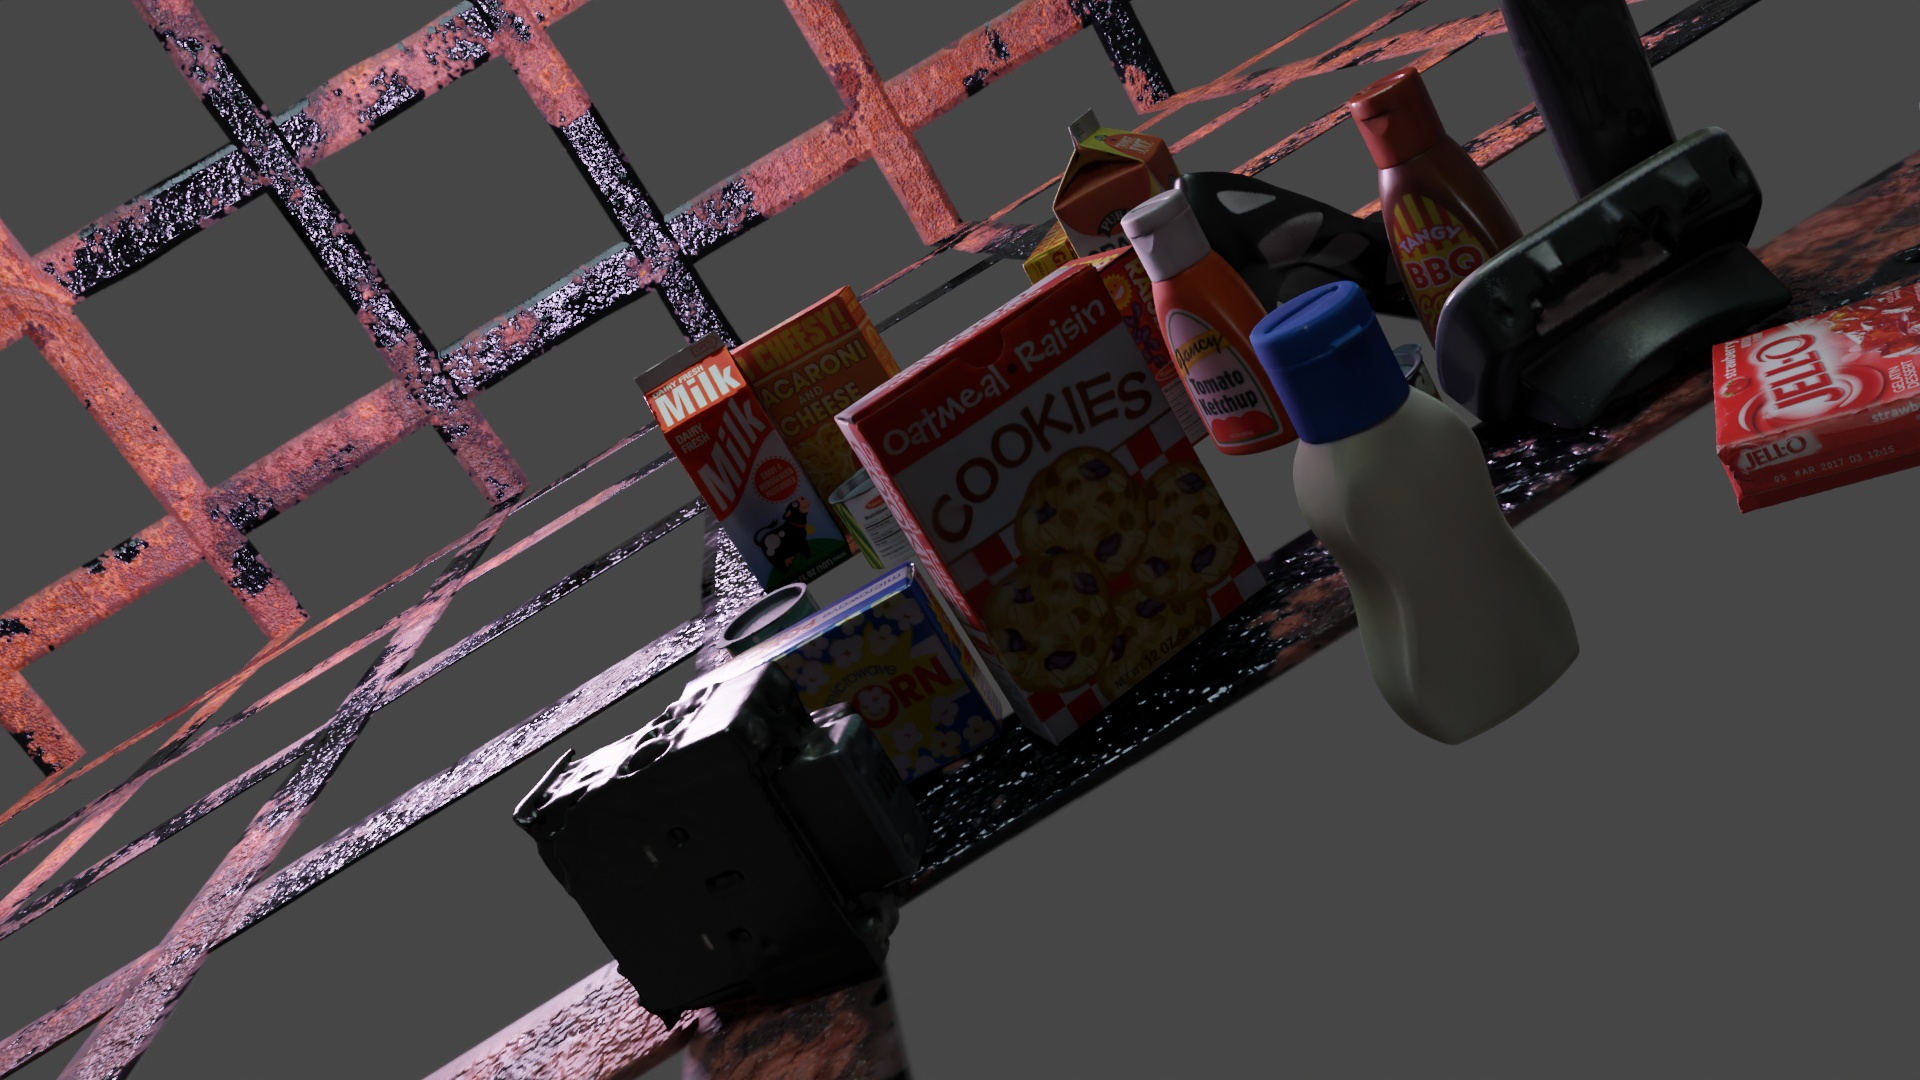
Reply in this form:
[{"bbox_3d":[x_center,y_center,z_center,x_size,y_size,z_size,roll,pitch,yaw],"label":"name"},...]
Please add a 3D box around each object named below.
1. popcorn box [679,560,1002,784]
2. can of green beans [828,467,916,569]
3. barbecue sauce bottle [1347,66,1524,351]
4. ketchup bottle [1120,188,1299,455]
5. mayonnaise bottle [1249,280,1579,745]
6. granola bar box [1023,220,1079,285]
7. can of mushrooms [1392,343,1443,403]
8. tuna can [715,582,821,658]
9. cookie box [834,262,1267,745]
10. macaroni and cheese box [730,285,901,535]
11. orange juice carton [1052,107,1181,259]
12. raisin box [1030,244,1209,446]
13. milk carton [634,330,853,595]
[{"bbox_3d":[-0.055,0.077,0.641,0.126,0.085,0.038,-29,16,7],"label":"popcorn box"},{"bbox_3d":[-0.049,-0.021,0.965,0.071,0.057,0.071,-28,16,9],"label":"can of green beans"},{"bbox_3d":[0.246,-0.167,0.712,0.044,0.148,0.064,-42,19,-34],"label":"barbecue sauce bottle"},{"bbox_3d":[0.138,-0.119,0.762,0.044,0.148,0.064,-42,19,-32],"label":"ketchup bottle"},{"bbox_3d":[0.140,-0.010,0.440,0.065,0.147,0.041,-34,16,-8],"label":"mayonnaise bottle"},{"bbox_3d":[0.109,-0.186,1.052,0.039,0.124,0.166,-24,18,25],"label":"granola bar box"},{"bbox_3d":[0.206,-0.066,0.693,0.071,0.033,0.071,-28,16,9],"label":"can of mushrooms"},{"bbox_3d":[-0.122,0.061,0.899,0.071,0.032,0.071,-28,16,9],"label":"tuna can"},{"bbox_3d":[0.042,-0.016,0.597,0.123,0.167,0.040,-35,16,-13],"label":"cookie box"},{"bbox_3d":[-0.098,-0.095,1.075,0.123,0.166,0.040,-26,17,17],"label":"macaroni and cheese box"},{"bbox_3d":[0.127,-0.204,0.952,0.073,0.192,0.072,-22,18,28],"label":"orange juice carton"},{"bbox_3d":[0.104,-0.117,0.860,0.040,0.123,0.086,-36,17,-16],"label":"raisin box"},{"bbox_3d":[-0.160,-0.056,1.029,0.072,0.190,0.073,-32,16,-2],"label":"milk carton"}]
